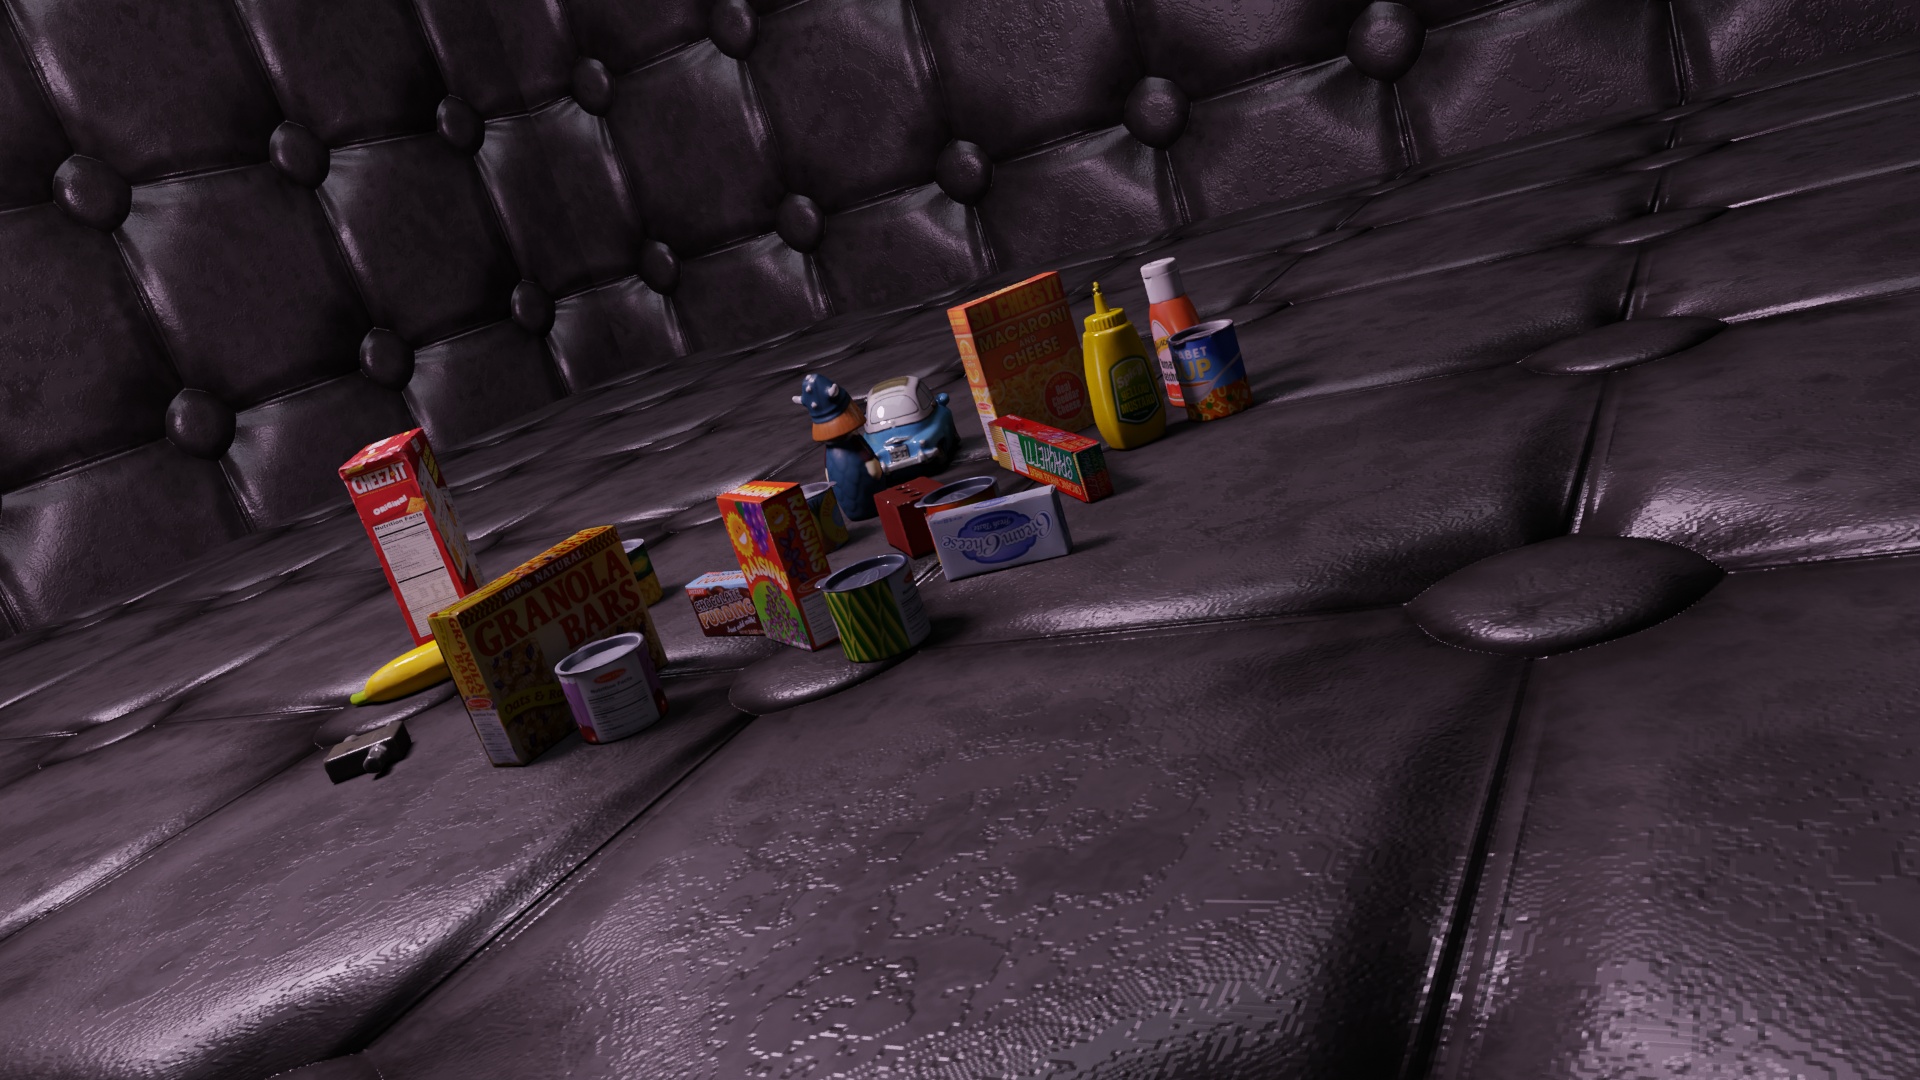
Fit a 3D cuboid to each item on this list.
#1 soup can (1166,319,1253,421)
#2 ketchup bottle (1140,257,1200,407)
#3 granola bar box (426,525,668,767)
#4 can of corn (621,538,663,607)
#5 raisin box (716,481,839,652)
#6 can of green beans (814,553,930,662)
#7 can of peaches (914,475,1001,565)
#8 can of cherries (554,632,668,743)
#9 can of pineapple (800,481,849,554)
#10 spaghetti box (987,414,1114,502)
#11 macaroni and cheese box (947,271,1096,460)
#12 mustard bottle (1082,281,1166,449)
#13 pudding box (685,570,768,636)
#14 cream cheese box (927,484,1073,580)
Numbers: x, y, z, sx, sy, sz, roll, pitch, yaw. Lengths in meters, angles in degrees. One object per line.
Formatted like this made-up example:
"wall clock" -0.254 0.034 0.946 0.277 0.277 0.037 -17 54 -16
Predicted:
"soup can" 0.241 -0.164 1.351 0.071 0.083 0.071 -17 15 5
"ketchup bottle" 0.221 -0.212 1.416 0.044 0.148 0.065 -23 16 -18
"granola bar box" -0.309 0.077 1.056 0.039 0.124 0.166 -8 18 33
"can of corn" -0.328 0.039 1.337 0.071 0.058 0.071 -17 15 5
"raisin box" -0.136 0.018 1.068 0.040 0.123 0.086 -26 17 -28
"can of green beans" -0.061 0.048 1.000 0.071 0.057 0.071 -17 15 5
"can of peaches" 0.004 -0.014 1.145 0.071 0.058 0.071 -17 15 5
"can of cherries" -0.253 0.107 1.014 0.071 0.058 0.072 -17 15 5
"can of pineapple" -0.144 -0.018 1.327 0.071 0.057 0.071 -17 15 5
"spaghetti box" 0.080 -0.080 1.303 0.029 0.050 0.250 -21 16 -12
"macaroni and cheese box" 0.068 -0.182 1.453 0.124 0.166 0.040 -25 16 -24
"mustard bottle" 0.149 -0.168 1.324 0.065 0.159 0.049 -23 15 -17
"pudding box" -0.184 0.051 1.146 0.083 0.049 0.030 -4 20 41
"cream cheese box" 0.032 -0.005 1.092 0.104 0.053 0.024 -13 16 17
